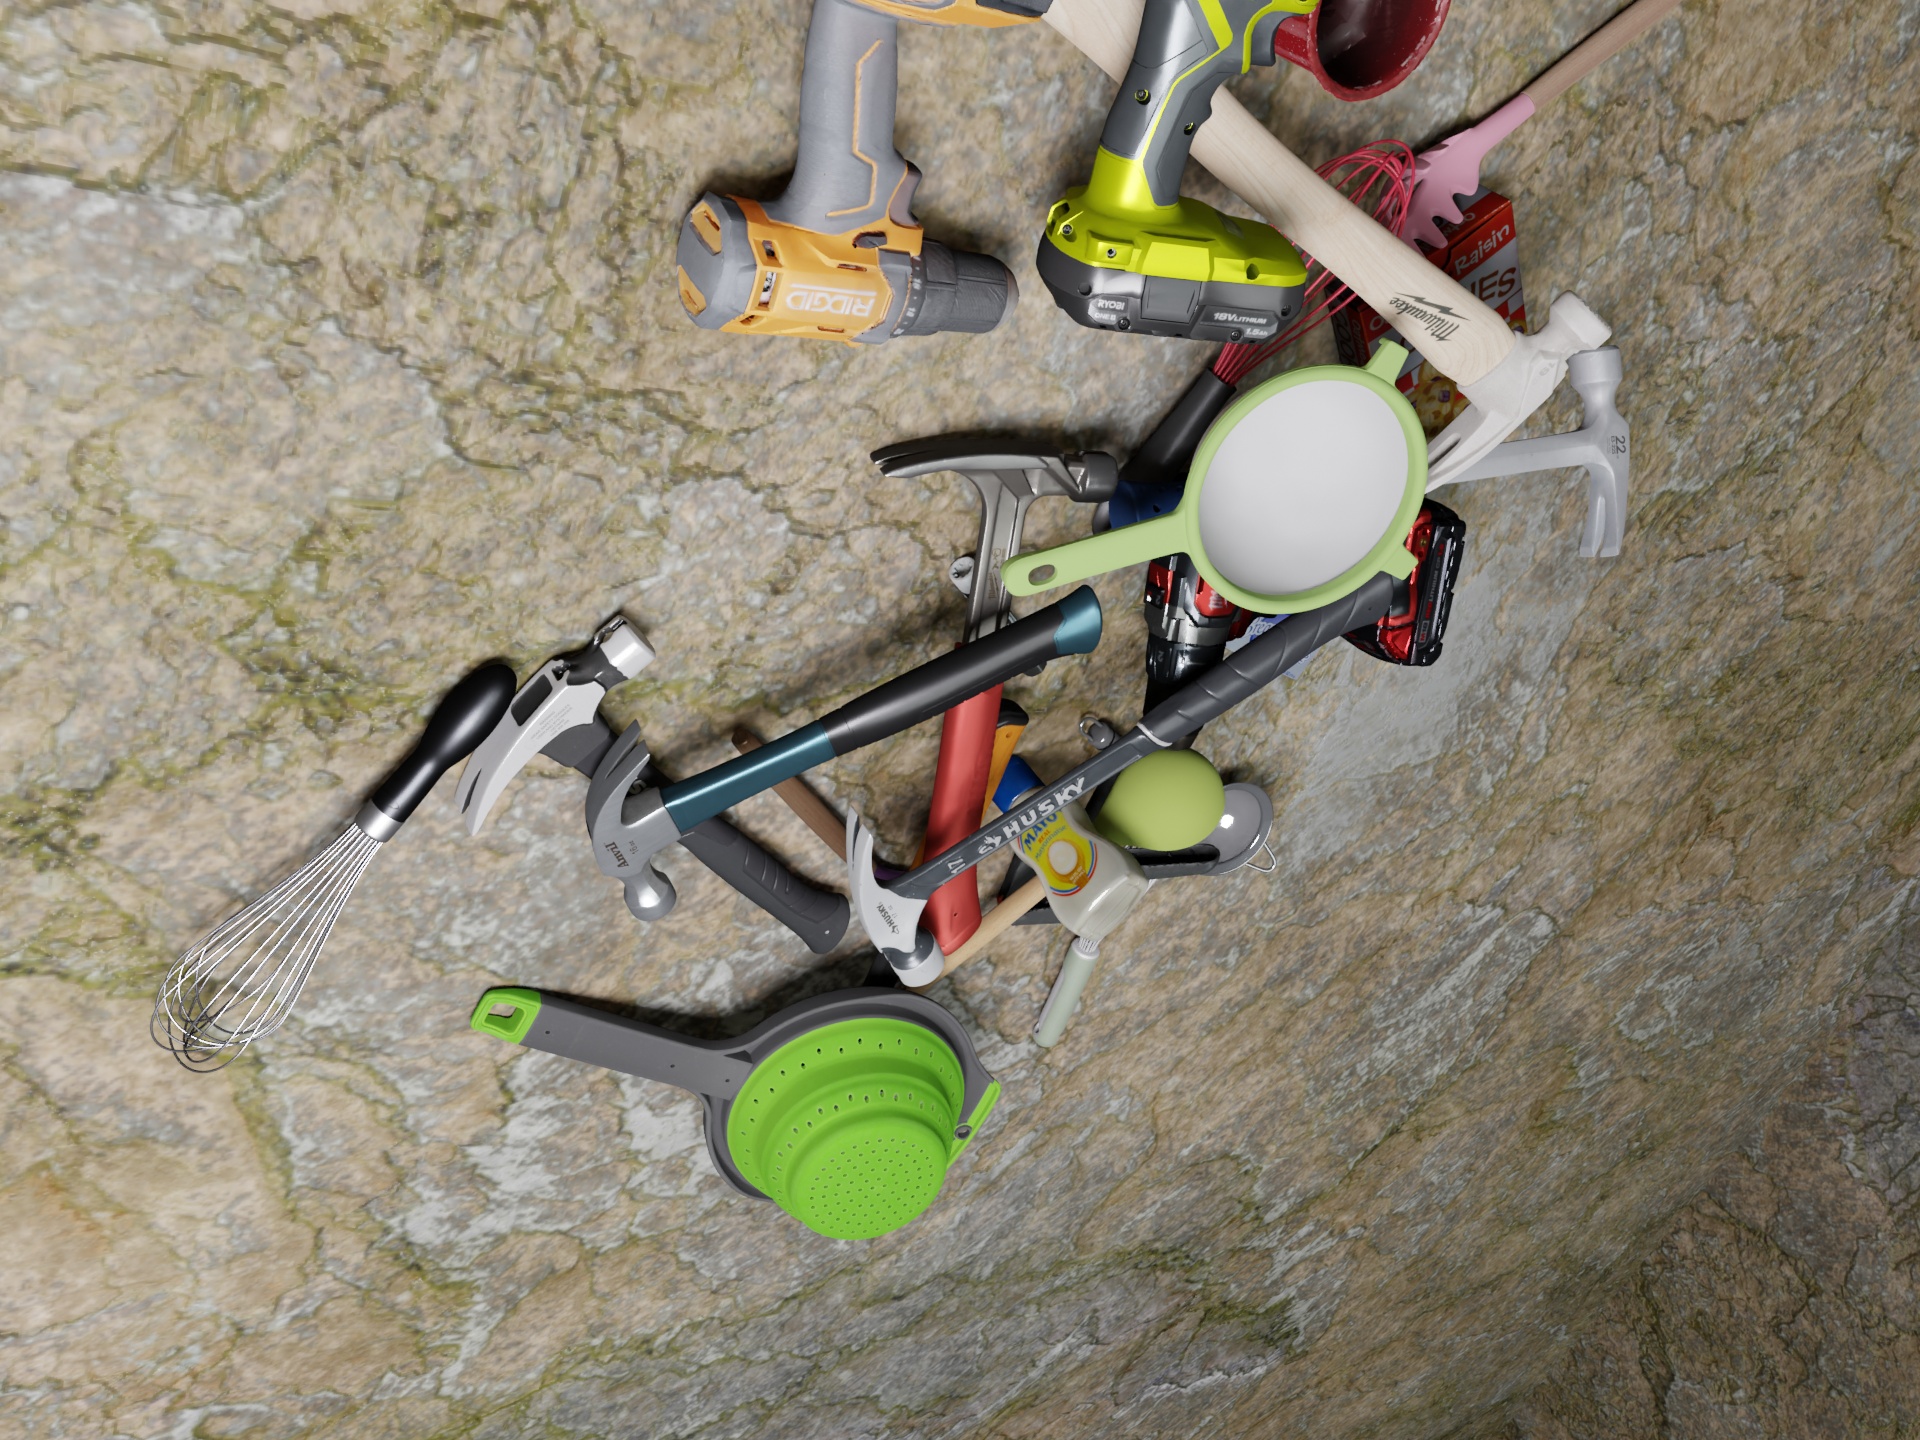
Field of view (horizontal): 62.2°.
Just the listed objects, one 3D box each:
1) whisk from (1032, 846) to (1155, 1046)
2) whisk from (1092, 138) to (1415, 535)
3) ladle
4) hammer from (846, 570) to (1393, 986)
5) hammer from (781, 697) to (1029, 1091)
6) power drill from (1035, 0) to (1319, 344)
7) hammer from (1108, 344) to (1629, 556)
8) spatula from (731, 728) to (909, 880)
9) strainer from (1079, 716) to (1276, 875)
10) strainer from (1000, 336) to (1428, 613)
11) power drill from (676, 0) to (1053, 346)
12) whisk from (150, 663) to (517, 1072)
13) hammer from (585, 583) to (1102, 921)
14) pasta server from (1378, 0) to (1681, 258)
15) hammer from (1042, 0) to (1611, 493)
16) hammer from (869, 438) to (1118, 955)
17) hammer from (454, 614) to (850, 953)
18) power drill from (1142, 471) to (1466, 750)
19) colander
[{"bbox_3d":[0.104,0.179,1.292,0.059,0.058,0.246,17,124,-5],"label":"whisk"},{"bbox_3d":[0.172,-0.225,0.972,0.073,0.073,0.295,15,121,-43],"label":"whisk"},{"bbox_3d":[0.063,0.125,1.160,0.062,0.078,0.320,15,133,-43],"label":"ladle"},{"bbox_3d":[0.106,0.014,1.018,0.409,0.036,0.149,-33,135,-6],"label":"hammer"},{"bbox_3d":[-0.024,0.132,1.130,0.127,0.034,0.336,6,119,-35],"label":"hammer"},{"bbox_3d":[0.136,-0.305,0.767,0.190,0.080,0.228,3,128,-11],"label":"power drill"},{"bbox_3d":[0.281,-0.153,1.034,0.405,0.035,0.144,-11,97,-23],"label":"hammer"},{"bbox_3d":[-0.073,0.089,1.098,0.060,0.018,0.315,-40,140,-2],"label":"spatula"},{"bbox_3d":[0.166,0.054,1.226,0.087,0.050,0.258,-49,132,7],"label":"strainer"},{"bbox_3d":[0.141,-0.127,0.926,0.256,0.069,0.151,-17,123,-5],"label":"strainer"},{"bbox_3d":[-0.024,-0.284,0.763,0.185,0.084,0.226,-3,132,-34],"label":"power drill"},{"bbox_3d":[-0.338,0.079,0.869,0.284,0.070,0.070,-48,138,3],"label":"whisk"},{"bbox_3d":[-0.066,0.005,0.940,0.331,0.033,0.128,-25,135,-6],"label":"hammer"},{"bbox_3d":[0.377,-0.396,0.985,0.316,0.040,0.060,-38,137,-3],"label":"pasta server"},{"bbox_3d":[0.185,-0.274,0.876,0.410,0.038,0.146,29,120,-30],"label":"hammer"},{"bbox_3d":[-0.002,-0.003,1.007,0.149,0.037,0.358,-3,120,-21],"label":"hammer"},{"bbox_3d":[-0.169,0.073,1.003,0.146,0.035,0.334,-41,139,1],"label":"hammer"},{"bbox_3d":[0.225,-0.074,1.094,0.226,0.080,0.187,-3,111,-26],"label":"power drill"},{"bbox_3d":[-0.139,0.268,1.083,0.396,0.095,0.204,23,109,-29],"label":"colander"}]
